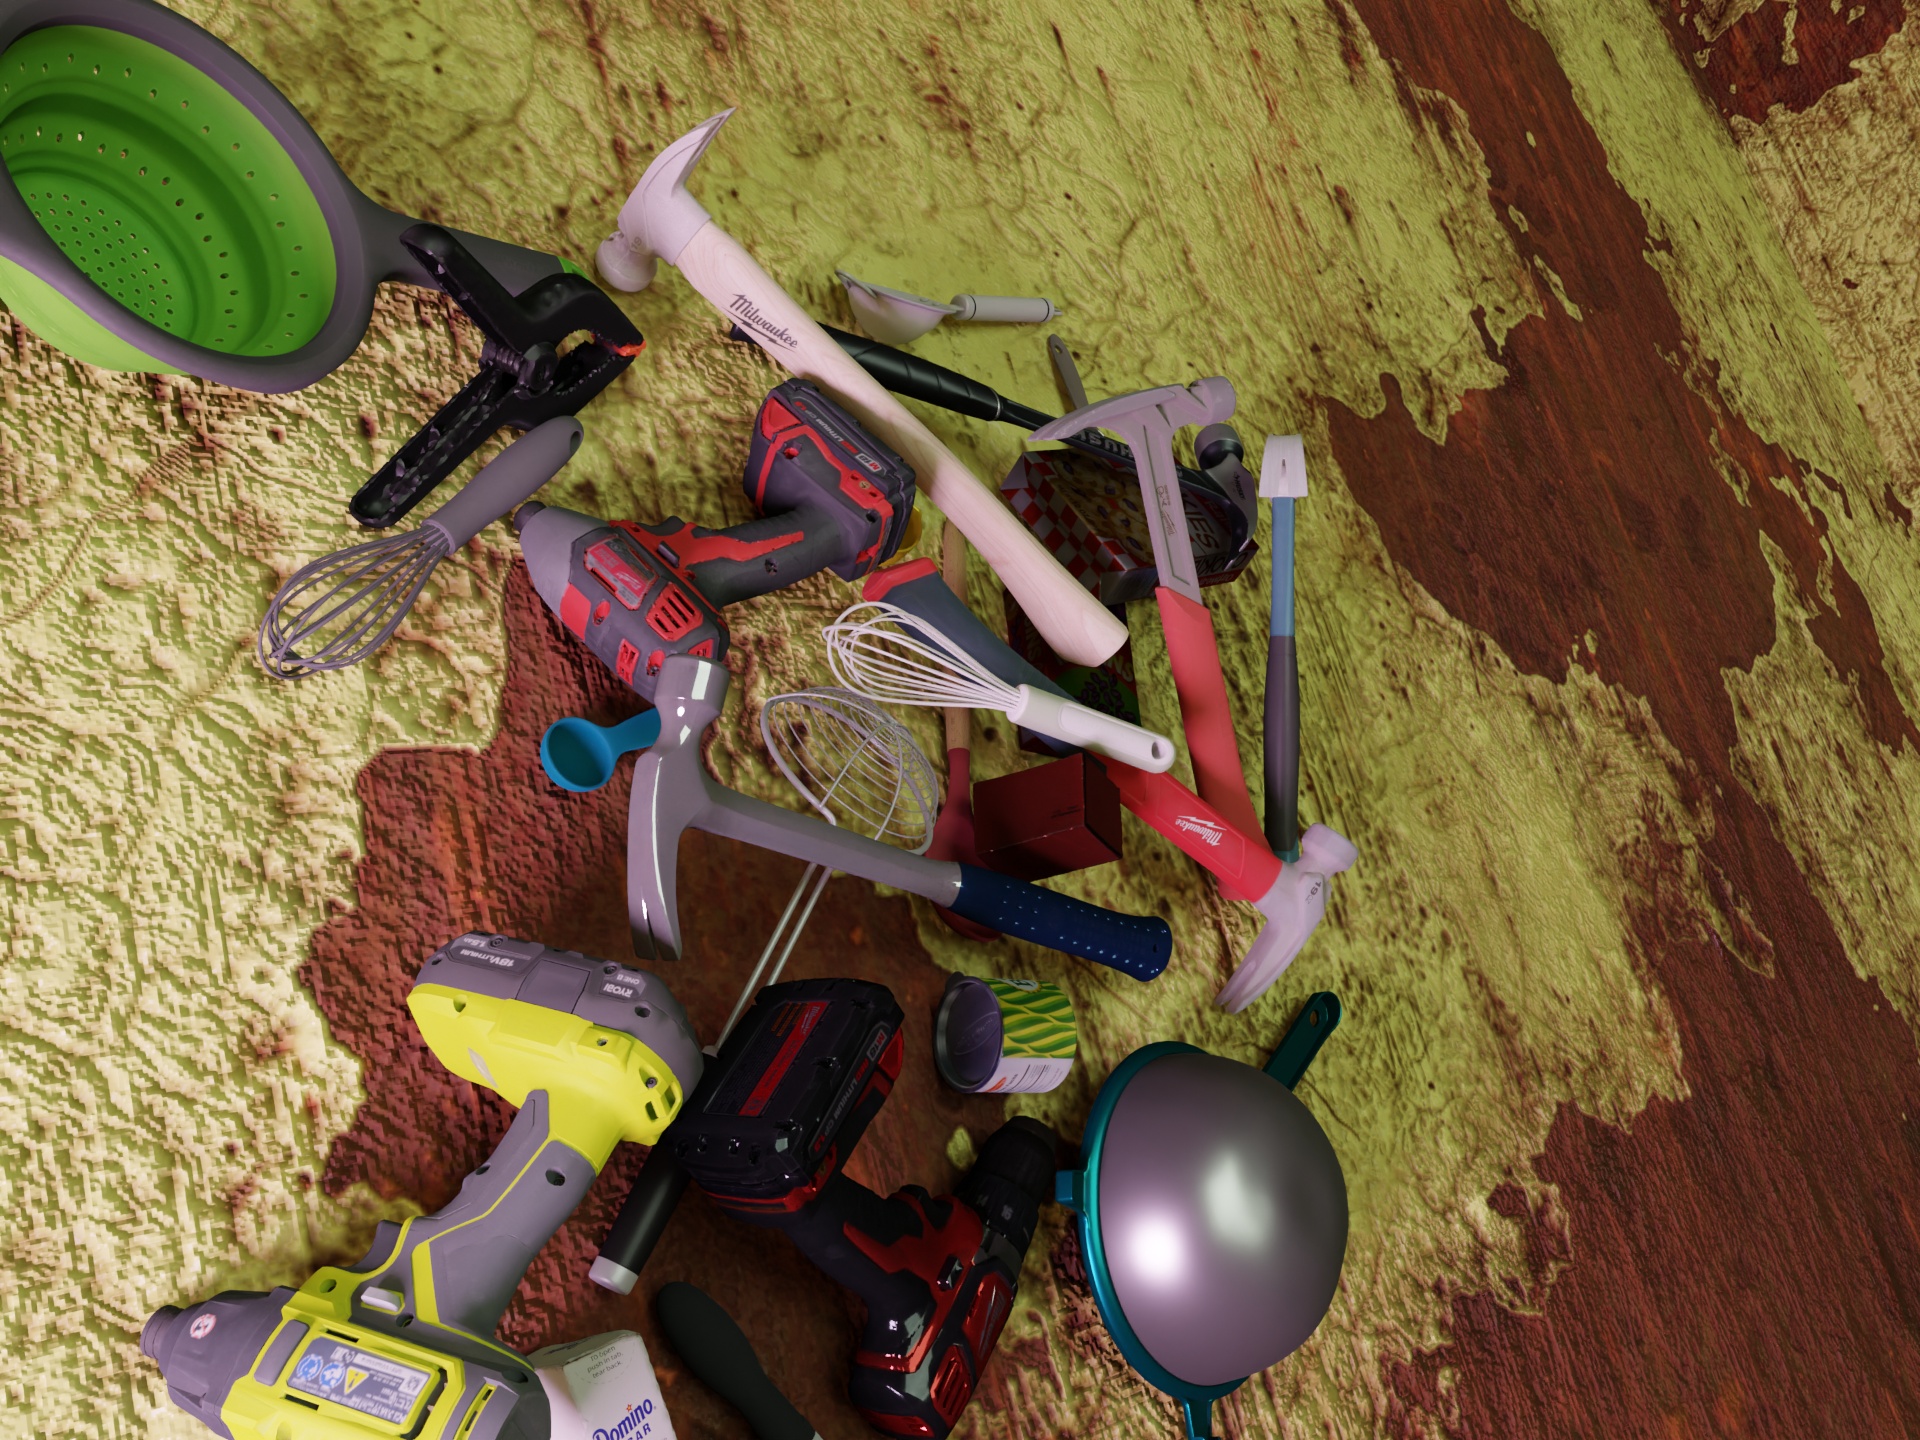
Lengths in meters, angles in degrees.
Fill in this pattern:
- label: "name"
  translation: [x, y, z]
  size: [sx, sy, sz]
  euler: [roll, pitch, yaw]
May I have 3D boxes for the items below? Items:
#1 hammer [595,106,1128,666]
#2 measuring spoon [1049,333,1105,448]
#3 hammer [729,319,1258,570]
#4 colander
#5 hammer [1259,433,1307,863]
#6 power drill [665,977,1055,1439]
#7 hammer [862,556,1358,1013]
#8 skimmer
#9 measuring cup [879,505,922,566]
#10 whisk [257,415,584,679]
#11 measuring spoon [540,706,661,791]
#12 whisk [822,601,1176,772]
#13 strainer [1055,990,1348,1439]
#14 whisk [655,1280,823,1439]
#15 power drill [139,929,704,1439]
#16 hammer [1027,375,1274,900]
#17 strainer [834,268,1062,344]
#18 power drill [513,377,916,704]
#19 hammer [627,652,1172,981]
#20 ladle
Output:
- label: "hammer"
  translation: [-0.041, -0.189, 0.991]
  size: [0.410, 0.146, 0.038]
  euler: [43, 49, -11]
- label: "measuring spoon"
  translation: [0.087, -0.249, 1.240]
  size: [0.034, 0.018, 0.124]
  euler: [5, 58, -41]
- label: "hammer"
  translation: [0.035, -0.211, 1.110]
  size: [0.408, 0.036, 0.149]
  euler: [16, 41, -21]
- label: "colander"
  translation: [-0.353, -0.239, 0.831]
  size: [0.397, 0.094, 0.204]
  euler: [-6, 75, -60]
- label: "hammer"
  translation: [0.236, -0.047, 1.167]
  size: [0.128, 0.033, 0.331]
  euler: [10, 80, -78]
- label: "power drill"
  translation: [-0.031, 0.233, 0.822]
  size: [0.226, 0.080, 0.188]
  euler: [60, 42, -27]
- label: "hammer"
  translation: [0.085, 0.036, 1.033]
  size: [0.386, 0.038, 0.143]
  euler: [37, 85, -17]
- label: "skimmer"
  translation: [-0.113, 0.133, 0.869]
  size: [0.127, 0.090, 0.363]
  euler: [36, 60, -19]
- label: "measuring cup"
  translation: [-0.077, -0.170, 1.059]
  size: [0.062, 0.029, 0.157]
  euler: [-10, 66, -40]
- label: "whisk"
  translation: [-0.274, -0.099, 0.833]
  size: [0.055, 0.055, 0.239]
  euler: [47, 48, -11]
- label: "measuring spoon"
  translation: [-0.184, 0.010, 0.885]
  size: [0.128, 0.021, 0.042]
  euler: [-24, 84, -53]
- label: "whisk"
  translation: [0.028, -0.014, 0.967]
  size: [0.246, 0.059, 0.058]
  euler: [20, 74, -22]
- label: "strainer"
  translation: [0.203, 0.266, 0.997]
  size: [0.340, 0.095, 0.211]
  euler: [-39, 105, -47]
- label: "whisk"
  translation: [-0.054, 0.385, 0.776]
  size: [0.284, 0.070, 0.070]
  euler: [51, 46, -1]
- label: "power drill"
  translation: [-0.220, 0.204, 0.675]
  size: [0.171, 0.080, 0.223]
  euler: [10, 47, 17]
- label: "hammer"
  translation: [0.151, -0.044, 1.082]
  size: [0.149, 0.037, 0.359]
  euler: [-20, 105, -24]
- label: "strainer"
  translation: [-0.003, -0.302, 1.171]
  size: [0.087, 0.050, 0.258]
  euler: [28, 27, 33]
- label: "power drill"
  translation: [-0.142, -0.109, 0.922]
  size: [0.143, 0.078, 0.220]
  euler: [41, 51, 15]
- label: "hammer"
  translation: [-0.015, 0.094, 0.881]
  size: [0.405, 0.035, 0.144]
  euler: [24, 71, -43]
- label: "ladle"
  translation: [-0.002, -0.003, 1.031]
  size: [0.069, 0.031, 0.316]
  euler: [27, 51, -41]
